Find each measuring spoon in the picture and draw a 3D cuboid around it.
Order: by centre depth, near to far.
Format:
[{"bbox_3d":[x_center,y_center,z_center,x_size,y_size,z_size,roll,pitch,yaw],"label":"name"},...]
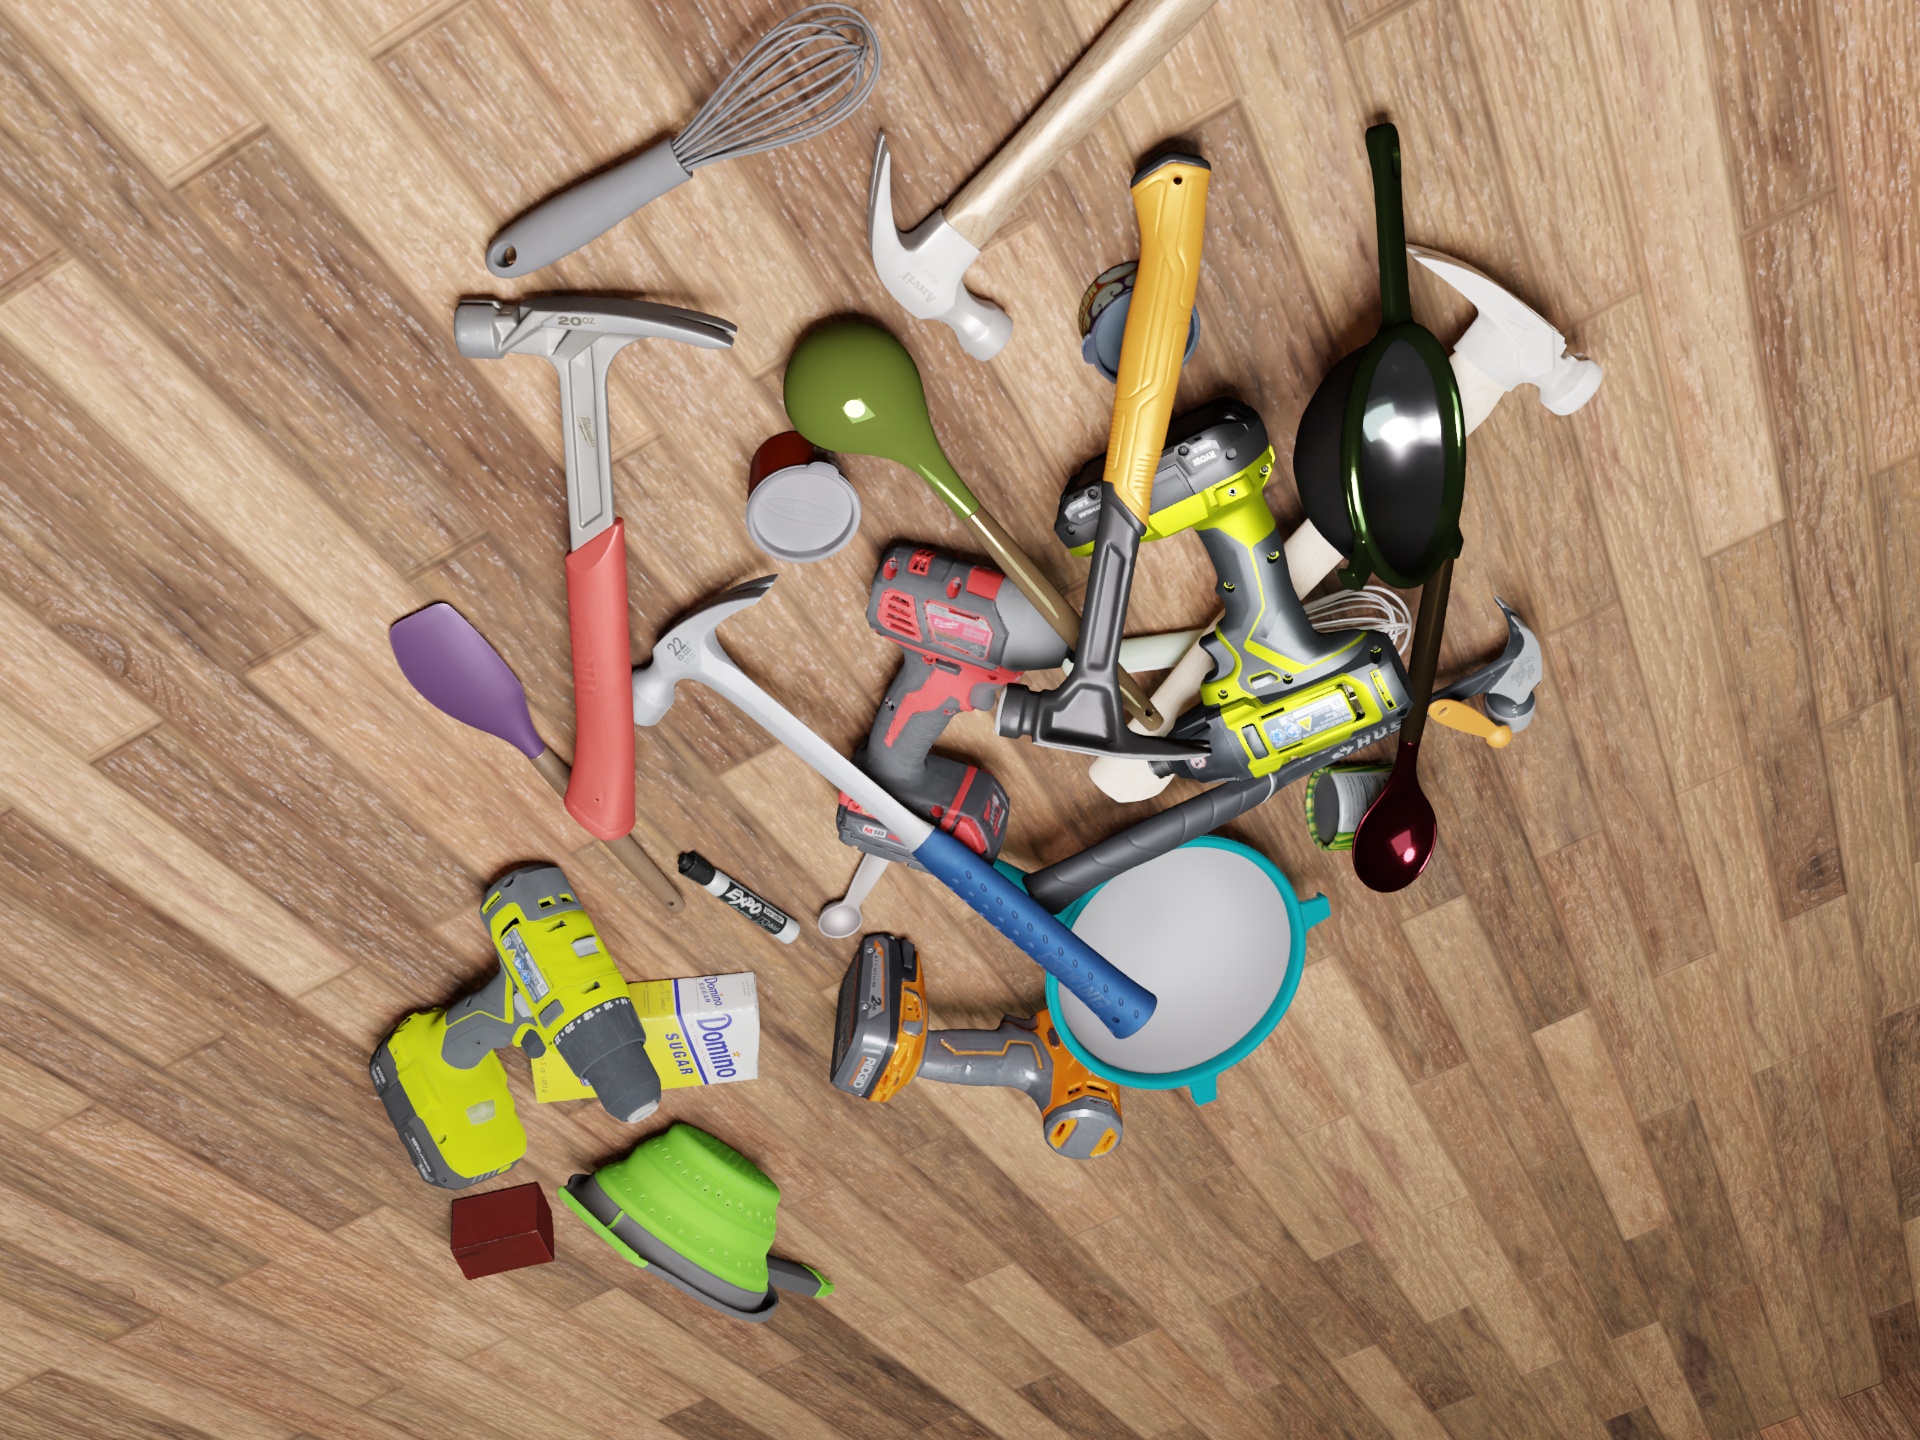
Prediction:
[{"bbox_3d":[0.366,0.004,1.137,0.116,0.011,0.021,17,126,-45],"label":"measuring spoon"},{"bbox_3d":[-0.073,0.115,1.206,0.034,0.018,0.124,18,117,-26],"label":"measuring spoon"}]

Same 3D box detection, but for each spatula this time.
[{"bbox_3d":[-0.276,0.038,1.082,0.060,0.018,0.315,-25,130,10],"label":"spatula"}]

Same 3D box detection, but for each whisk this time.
[{"bbox_3d":[-0.146,-0.289,0.811,0.239,0.055,0.055,-25,132,14],"label":"whisk"},{"bbox_3d":[0.192,-0.053,1.101,0.246,0.058,0.059,-7,97,-2],"label":"whisk"}]

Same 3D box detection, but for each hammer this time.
[{"bbox_3d":[0.077,-0.341,0.828,0.130,0.031,0.331,32,117,-34],"label":"hammer"},{"bbox_3d":[0.105,-0.143,0.897,0.127,0.034,0.337,9,103,5],"label":"hammer"},{"bbox_3d":[-0.208,-0.076,0.952,0.149,0.037,0.358,4,125,-2],"label":"hammer"},{"bbox_3d":[0.212,-0.106,1.027,0.146,0.038,0.410,32,115,-17],"label":"hammer"},{"bbox_3d":[-0.030,0.068,1.037,0.405,0.035,0.144,40,123,-9],"label":"hammer"},{"bbox_3d":[0.232,0.037,1.132,0.409,0.036,0.149,-25,146,-4],"label":"hammer"}]

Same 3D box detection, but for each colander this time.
[{"bbox_3d":[-0.189,0.441,1.405,0.094,0.205,0.396,-56,147,-10],"label":"colander"}]

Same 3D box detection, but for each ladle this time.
[{"bbox_3d":[0.017,-0.105,0.945,0.078,0.062,0.320,-48,114,-11],"label":"ladle"},{"bbox_3d":[0.306,-0.008,1.072,0.069,0.031,0.315,-14,129,-14],"label":"ladle"}]

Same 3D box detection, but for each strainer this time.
[{"bbox_3d":[0.227,-0.203,0.910,0.151,0.069,0.256,-18,106,-48],"label":"strainer"},{"bbox_3d":[0.101,0.147,1.220,0.340,0.095,0.211,27,99,-20],"label":"strainer"}]

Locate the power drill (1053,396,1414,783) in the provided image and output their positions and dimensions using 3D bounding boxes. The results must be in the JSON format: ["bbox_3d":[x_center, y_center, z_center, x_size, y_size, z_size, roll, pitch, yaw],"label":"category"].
[{"bbox_3d":[0.158,-0.070,0.989,0.171,0.080,0.223,-24,107,23],"label":"power drill"}]

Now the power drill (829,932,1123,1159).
[{"bbox_3d":[0.018,0.247,1.262,0.226,0.164,0.084,18,125,-11],"label":"power drill"}]

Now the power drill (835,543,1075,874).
[{"bbox_3d":[-0.002,-0.003,1.050,0.143,0.079,0.219,17,127,5],"label":"power drill"}]

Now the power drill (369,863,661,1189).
[{"bbox_3d":[-0.317,0.240,1.145,0.228,0.191,0.080,-43,161,29],"label":"power drill"}]
